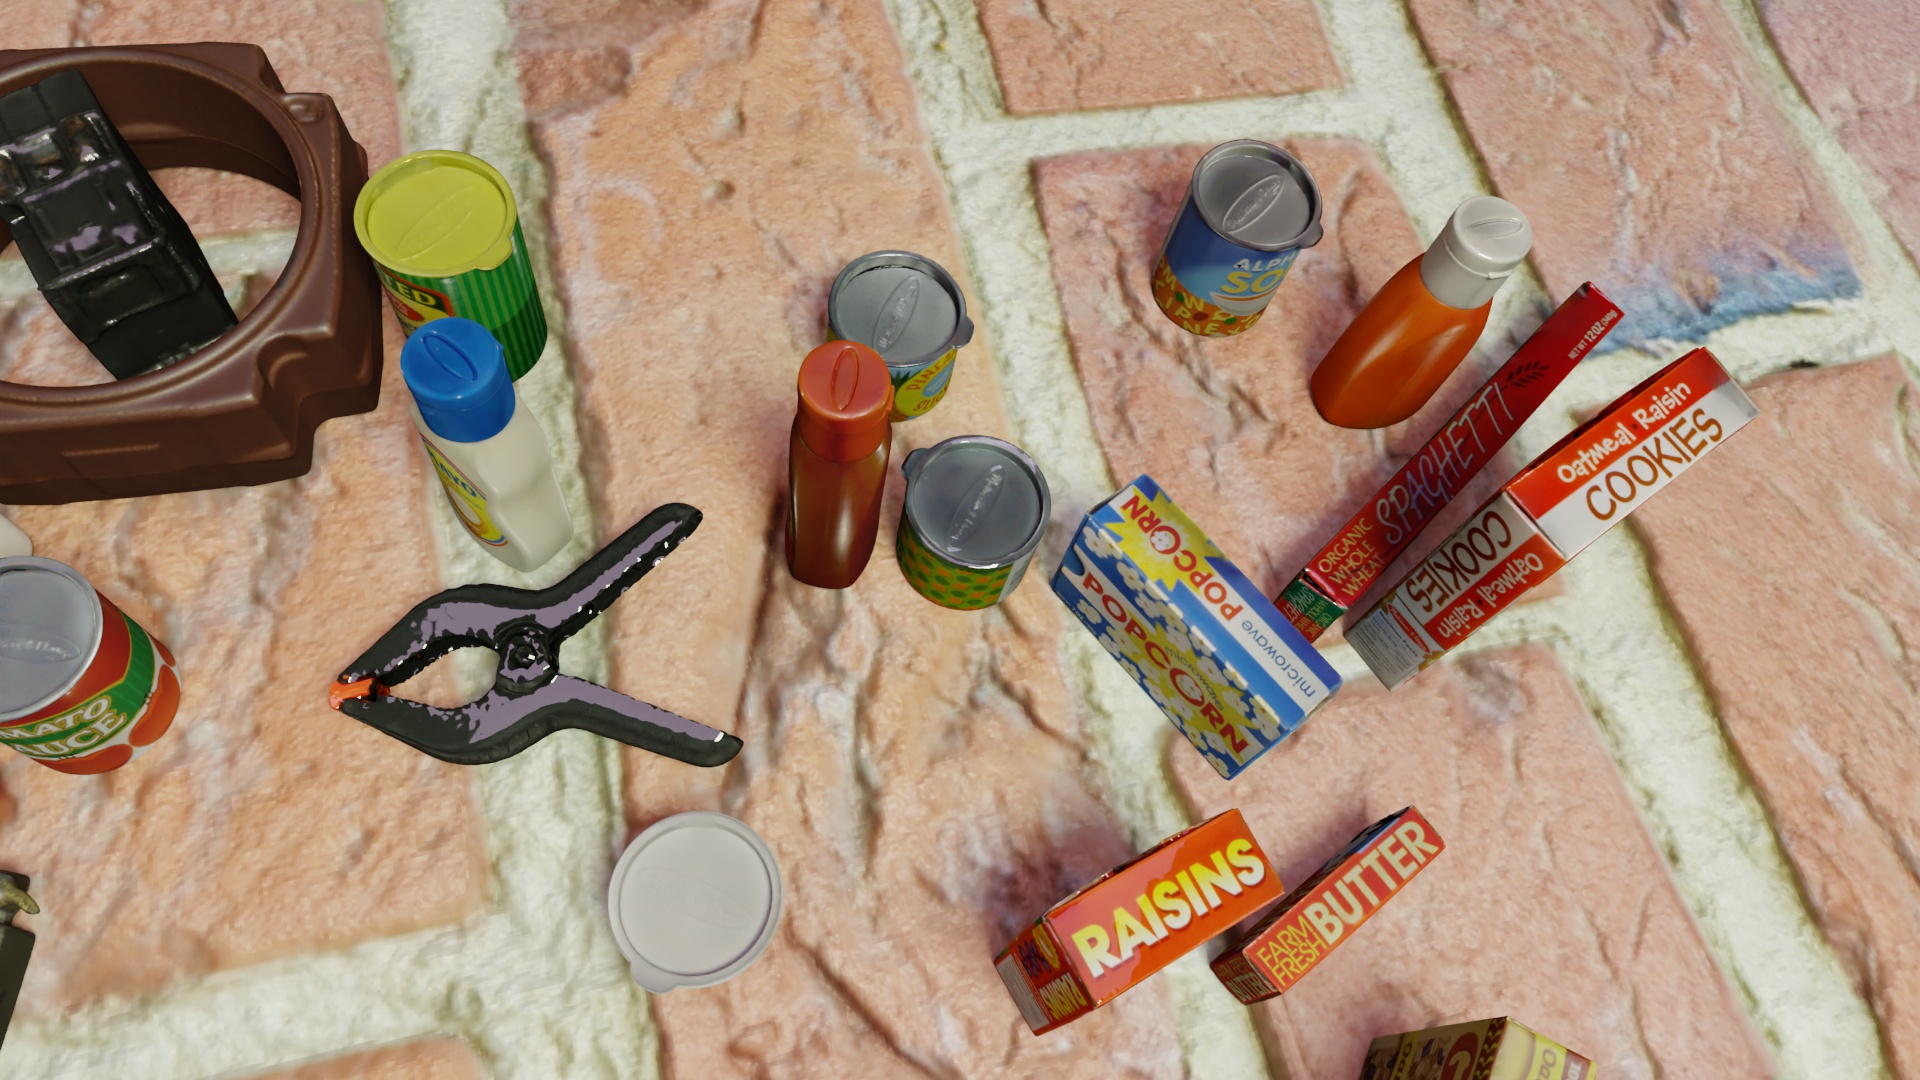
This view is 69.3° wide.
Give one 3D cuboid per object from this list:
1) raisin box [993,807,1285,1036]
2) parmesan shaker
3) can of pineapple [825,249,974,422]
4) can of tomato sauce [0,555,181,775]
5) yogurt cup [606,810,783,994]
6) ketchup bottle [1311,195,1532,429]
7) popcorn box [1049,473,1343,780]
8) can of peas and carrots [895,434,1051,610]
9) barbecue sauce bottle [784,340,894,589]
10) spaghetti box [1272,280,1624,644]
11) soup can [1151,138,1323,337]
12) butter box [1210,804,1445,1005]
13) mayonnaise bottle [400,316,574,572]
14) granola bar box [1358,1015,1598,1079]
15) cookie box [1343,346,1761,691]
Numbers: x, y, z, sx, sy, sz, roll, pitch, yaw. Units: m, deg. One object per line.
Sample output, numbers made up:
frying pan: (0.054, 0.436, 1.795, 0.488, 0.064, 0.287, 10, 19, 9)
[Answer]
raisin box: (0.066, 0.152, 0.548, 0.086, 0.123, 0.040, -25, 72, -17)
parmesan shaker: (-0.229, -0.119, 0.639, 0.071, 0.102, 0.071, 3, 66, -7)
can of pineapple: (-0.032, -0.098, 0.682, 0.071, 0.057, 0.071, 3, 66, -7)
can of tomato sauce: (-0.361, 0.054, 0.555, 0.071, 0.082, 0.071, 3, 66, -7)
yogurt cup: (-0.106, 0.149, 0.564, 0.072, 0.053, 0.072, 3, 66, -7)
ketchup bottle: (0.224, -0.106, 0.671, 0.065, 0.148, 0.043, -10, 68, -12)
popcorn box: (0.102, 0.041, 0.624, 0.038, 0.085, 0.127, -37, 76, -20)
can of peas and carrots: (0.002, -0.008, 0.646, 0.071, 0.058, 0.071, 3, 66, -7)
barbecue sauce bottle: (-0.053, -0.033, 0.600, 0.044, 0.148, 0.065, 10, 66, -4)
spaghetti box: (0.247, -0.042, 0.700, 0.029, 0.050, 0.251, 44, 68, 12)
soup can: (0.142, -0.151, 0.716, 0.071, 0.083, 0.071, 3, 66, -7)
butter box: (0.157, 0.157, 0.597, 0.104, 0.053, 0.024, -34, 75, -20)
mayonnaise bottle: (-0.200, -0.040, 0.583, 0.065, 0.147, 0.041, 41, 68, 10)
granola bar box: (0.167, 0.265, 0.511, 0.039, 0.123, 0.166, 27, 65, 4)
cookie box: (0.255, -0.005, 0.620, 0.123, 0.166, 0.040, -32, 74, -19)
